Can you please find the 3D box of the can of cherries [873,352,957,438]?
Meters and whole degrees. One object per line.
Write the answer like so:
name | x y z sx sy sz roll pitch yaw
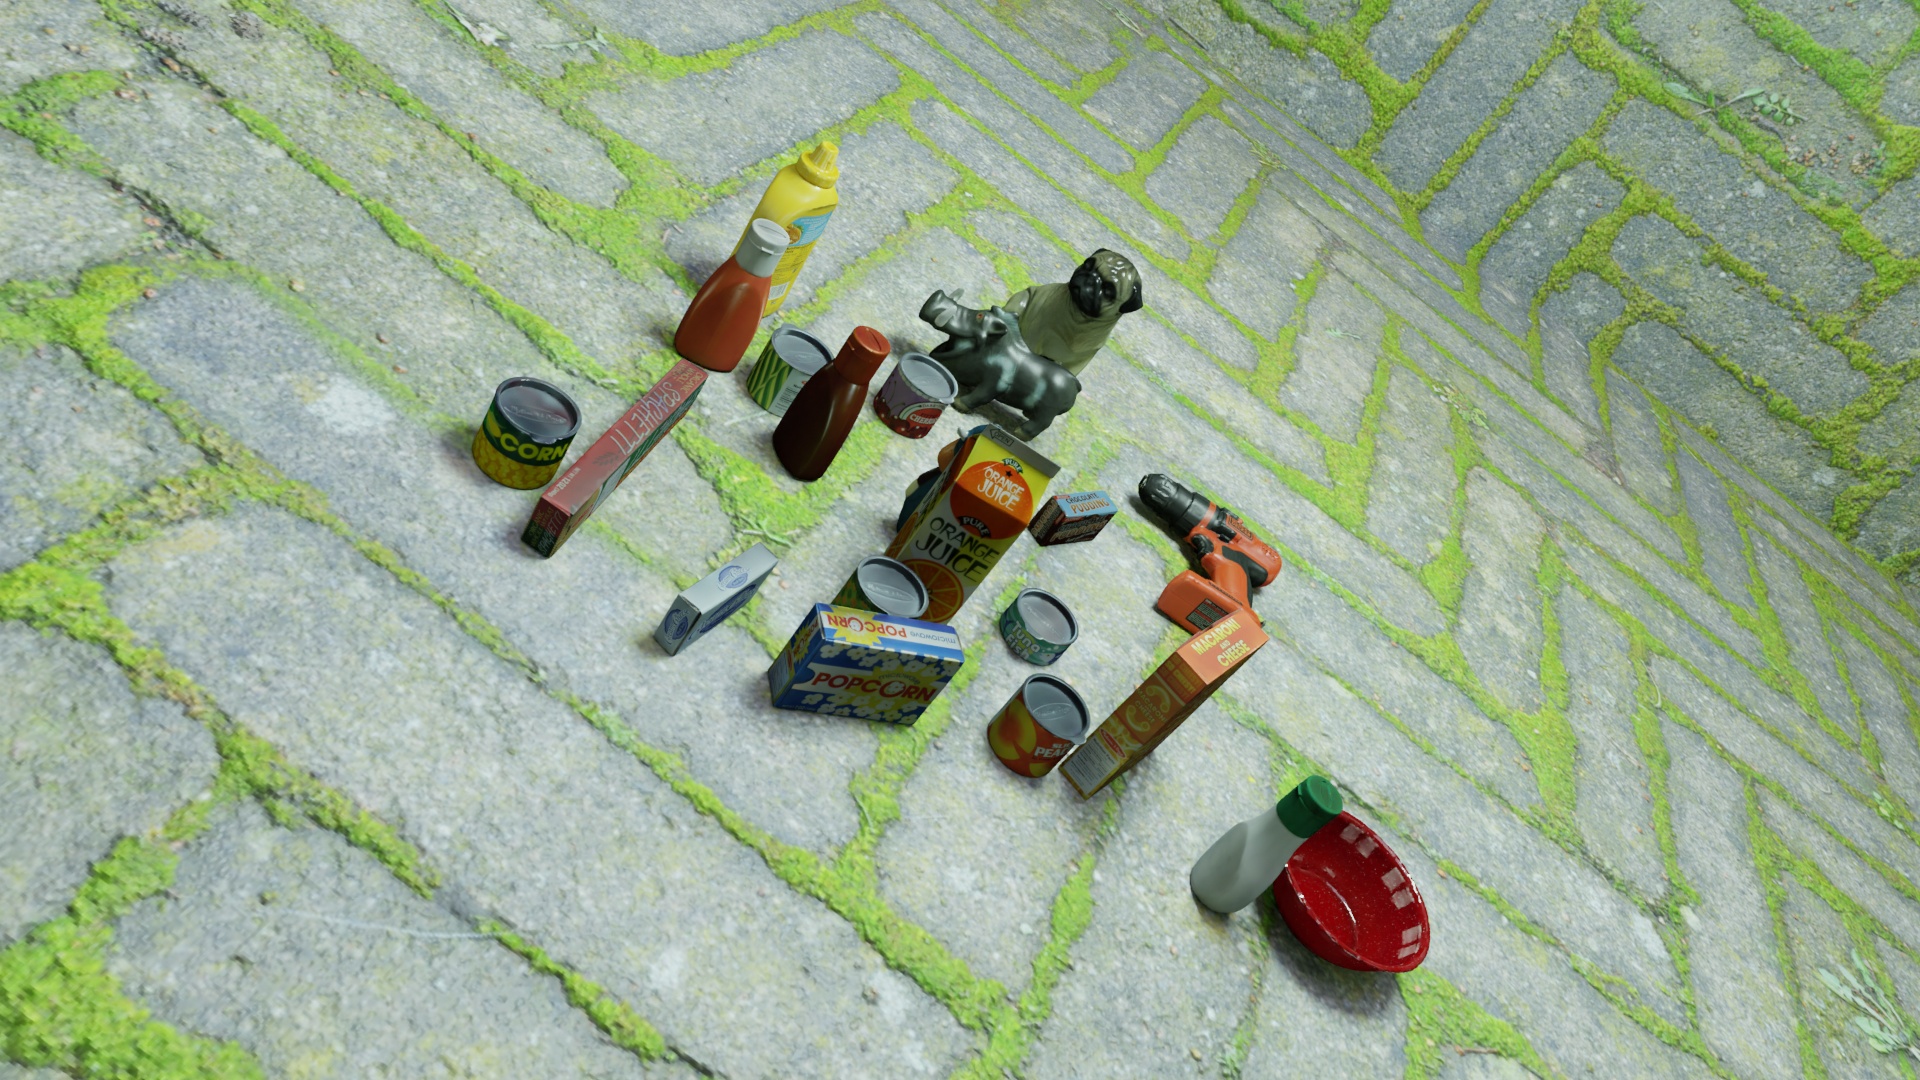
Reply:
can of cherries | -0.044 -0.142 1.383 0.071 0.058 0.072 24 37 -19

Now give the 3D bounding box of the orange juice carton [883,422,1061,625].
orange juice carton | 0.004 -0.015 1.161 0.072 0.191 0.073 31 35 -10

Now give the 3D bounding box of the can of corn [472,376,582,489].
can of corn | -0.330 -0.079 1.056 0.071 0.058 0.071 24 37 -19

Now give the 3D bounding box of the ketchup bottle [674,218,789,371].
ketchup bottle | -0.202 -0.221 1.254 0.065 0.148 0.044 19 38 -25

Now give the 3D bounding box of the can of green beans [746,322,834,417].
can of green beans | -0.159 -0.157 1.298 0.071 0.057 0.071 24 37 -19

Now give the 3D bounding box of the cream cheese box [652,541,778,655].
cream cheese box | -0.184 0.043 1.049 0.024 0.053 0.104 42 35 6

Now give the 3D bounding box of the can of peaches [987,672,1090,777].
can of peaches | 0.065 0.154 1.139 0.071 0.057 0.071 24 37 -19

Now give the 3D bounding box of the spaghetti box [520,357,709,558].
spaghetti box | -0.270 -0.073 1.108 0.028 0.050 0.251 34 35 -6

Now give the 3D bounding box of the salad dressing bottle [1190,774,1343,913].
salad dressing bottle | 0.246 0.244 1.118 0.044 0.147 0.064 29 35 -13

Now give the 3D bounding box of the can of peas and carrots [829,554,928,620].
can of peas and carrots | -0.068 0.057 1.132 0.071 0.058 0.071 24 37 -19

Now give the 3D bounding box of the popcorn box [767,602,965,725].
popcorn box | -0.072 0.096 1.060 0.127 0.084 0.038 12 42 -32

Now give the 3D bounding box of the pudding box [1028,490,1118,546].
pudding box | 0.113 -0.023 1.394 0.084 0.049 0.030 -6 54 -46

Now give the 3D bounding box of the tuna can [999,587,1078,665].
tuna can | 0.070 0.079 1.252 0.071 0.032 0.071 24 37 -19

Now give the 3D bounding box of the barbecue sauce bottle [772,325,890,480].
barbecue sauce bottle | -0.113 -0.123 1.221 0.044 0.147 0.065 0 49 -42

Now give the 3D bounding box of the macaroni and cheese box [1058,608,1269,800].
macaroni and cheese box | 0.169 0.135 1.158 0.040 0.165 0.124 48 36 15
